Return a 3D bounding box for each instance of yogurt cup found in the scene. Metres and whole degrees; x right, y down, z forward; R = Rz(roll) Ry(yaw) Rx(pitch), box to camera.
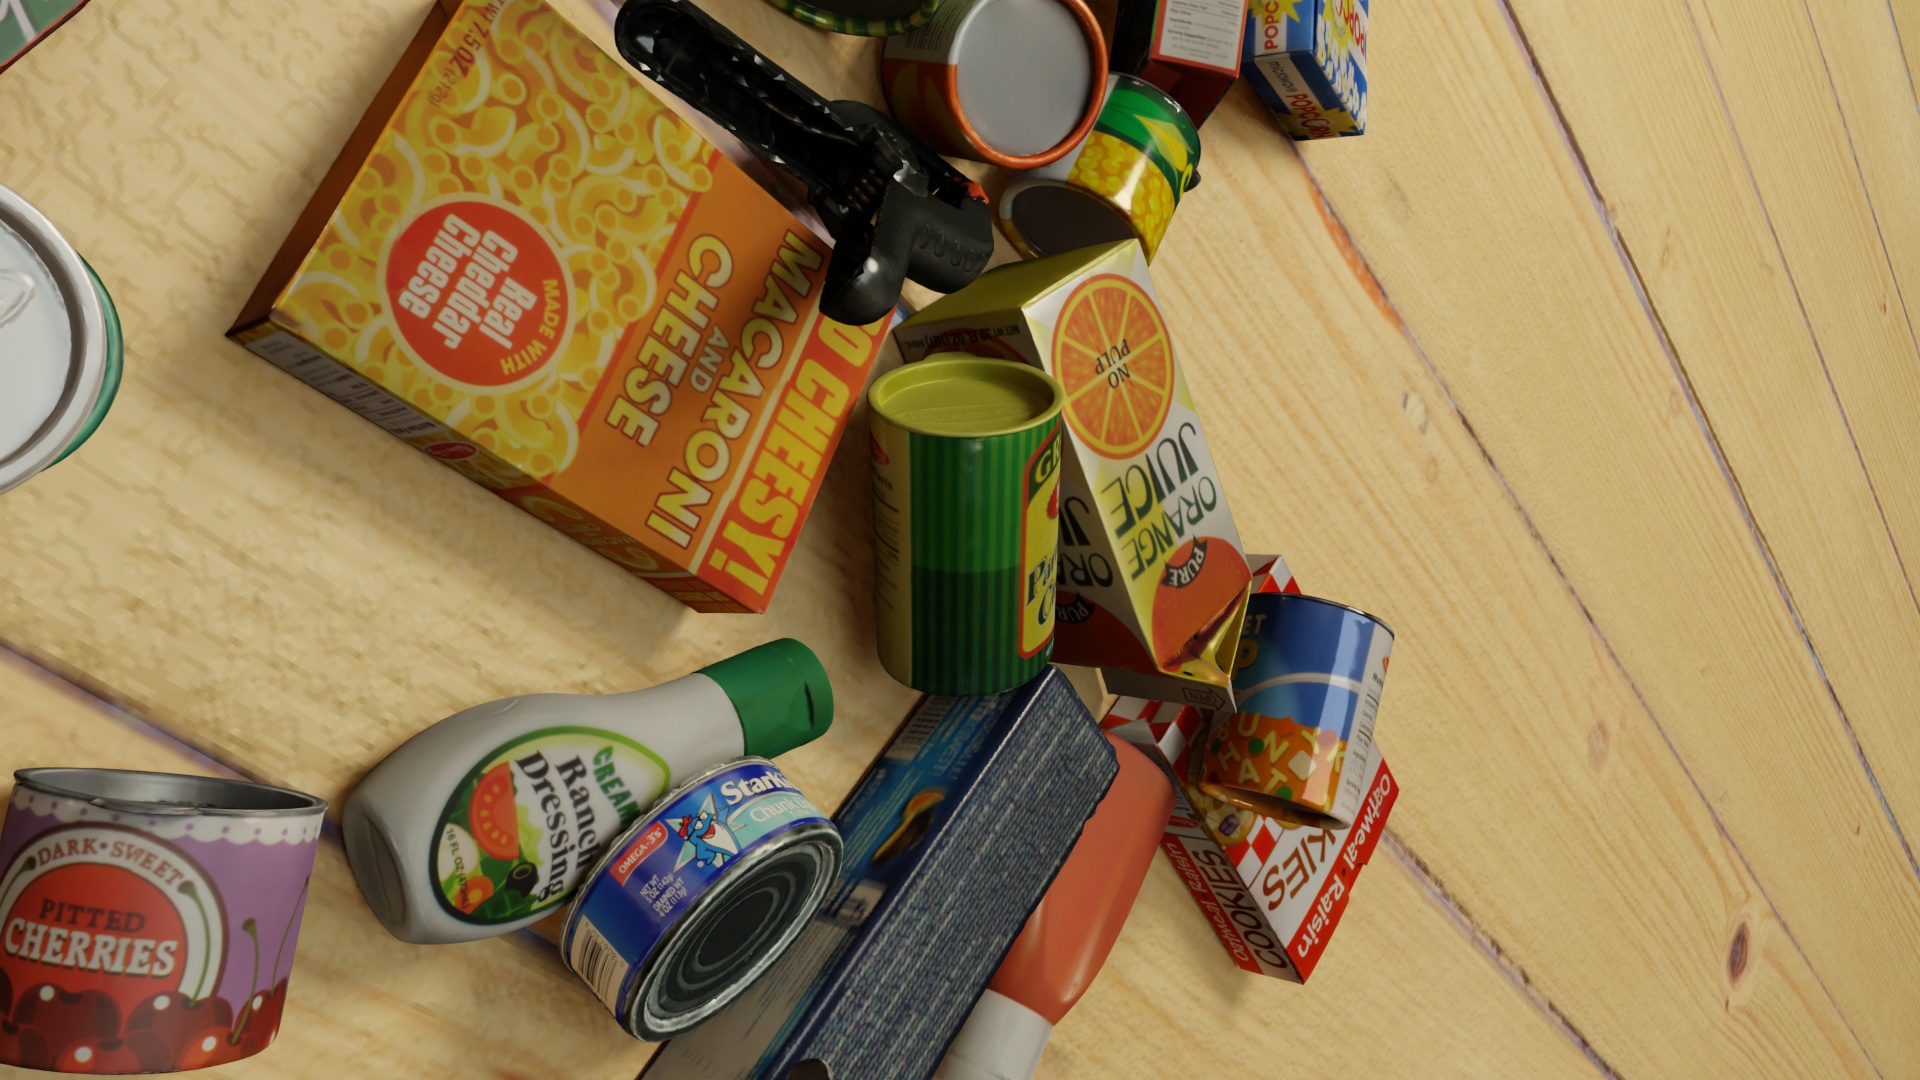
[{"bbox_3d":[-0.210,-0.038,0.268,0.072,0.054,0.072,1,89,-43],"label":"yogurt cup"}]

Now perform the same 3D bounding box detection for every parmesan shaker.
[{"bbox_3d":[0.002,-0.006,0.490,0.071,0.071,0.102,-28,130,-40],"label":"parmesan shaker"}]

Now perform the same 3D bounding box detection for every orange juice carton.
[{"bbox_3d":[0.054,-0.015,0.554,0.073,0.071,0.192,-37,114,-36],"label":"orange juice carton"}]

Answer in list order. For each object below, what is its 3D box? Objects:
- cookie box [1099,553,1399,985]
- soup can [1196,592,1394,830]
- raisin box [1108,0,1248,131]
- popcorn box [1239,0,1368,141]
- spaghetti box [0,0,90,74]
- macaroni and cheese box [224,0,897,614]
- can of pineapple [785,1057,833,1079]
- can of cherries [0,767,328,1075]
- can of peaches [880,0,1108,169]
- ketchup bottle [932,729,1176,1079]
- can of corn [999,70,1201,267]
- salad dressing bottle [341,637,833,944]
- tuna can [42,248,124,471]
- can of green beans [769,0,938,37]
[{"bbox_3d":[0.143,0.108,0.659,0.123,0.040,0.167,-50,122,-32],"label":"cookie box"},{"bbox_3d":[0.138,0.071,0.585,0.071,0.071,0.084,31,69,-39],"label":"soup can"},{"bbox_3d":[0.094,-0.235,0.582,0.040,0.086,0.123,10,81,-6],"label":"raisin box"},{"bbox_3d":[0.163,-0.249,0.656,0.127,0.038,0.085,4,86,-64],"label":"popcorn box"},{"bbox_3d":[-0.203,-0.180,0.341,0.050,0.028,0.251,49,58,-32],"label":"spaghetti box"},{"bbox_3d":[-0.108,-0.068,0.423,0.166,0.040,0.124,37,65,-37],"label":"macaroni and cheese box"},{"bbox_3d":[-0.026,0.191,0.397,0.058,0.071,0.071,31,69,-38],"label":"can of pineapple"},{"bbox_3d":[-0.189,0.086,0.322,0.071,0.071,0.058,16,80,-42],"label":"can of cherries"},{"bbox_3d":[0.014,-0.171,0.512,0.071,0.058,0.071,-10,112,-24],"label":"can of peaches"},{"bbox_3d":[0.036,0.151,0.554,0.064,0.043,0.149,45,60,-33],"label":"ketchup bottle"},{"bbox_3d":[0.058,-0.143,0.562,0.071,0.071,0.058,42,63,-35],"label":"can of corn"},{"bbox_3d":[-0.105,0.068,0.421,0.148,0.044,0.064,-21,110,-42],"label":"salad dressing bottle"},{"bbox_3d":[-0.228,-0.041,0.312,0.071,0.033,0.071,1,89,-43],"label":"tuna can"},{"bbox_3d":[-0.035,-0.214,0.475,0.071,0.071,0.058,16,79,-42],"label":"can of green beans"}]
